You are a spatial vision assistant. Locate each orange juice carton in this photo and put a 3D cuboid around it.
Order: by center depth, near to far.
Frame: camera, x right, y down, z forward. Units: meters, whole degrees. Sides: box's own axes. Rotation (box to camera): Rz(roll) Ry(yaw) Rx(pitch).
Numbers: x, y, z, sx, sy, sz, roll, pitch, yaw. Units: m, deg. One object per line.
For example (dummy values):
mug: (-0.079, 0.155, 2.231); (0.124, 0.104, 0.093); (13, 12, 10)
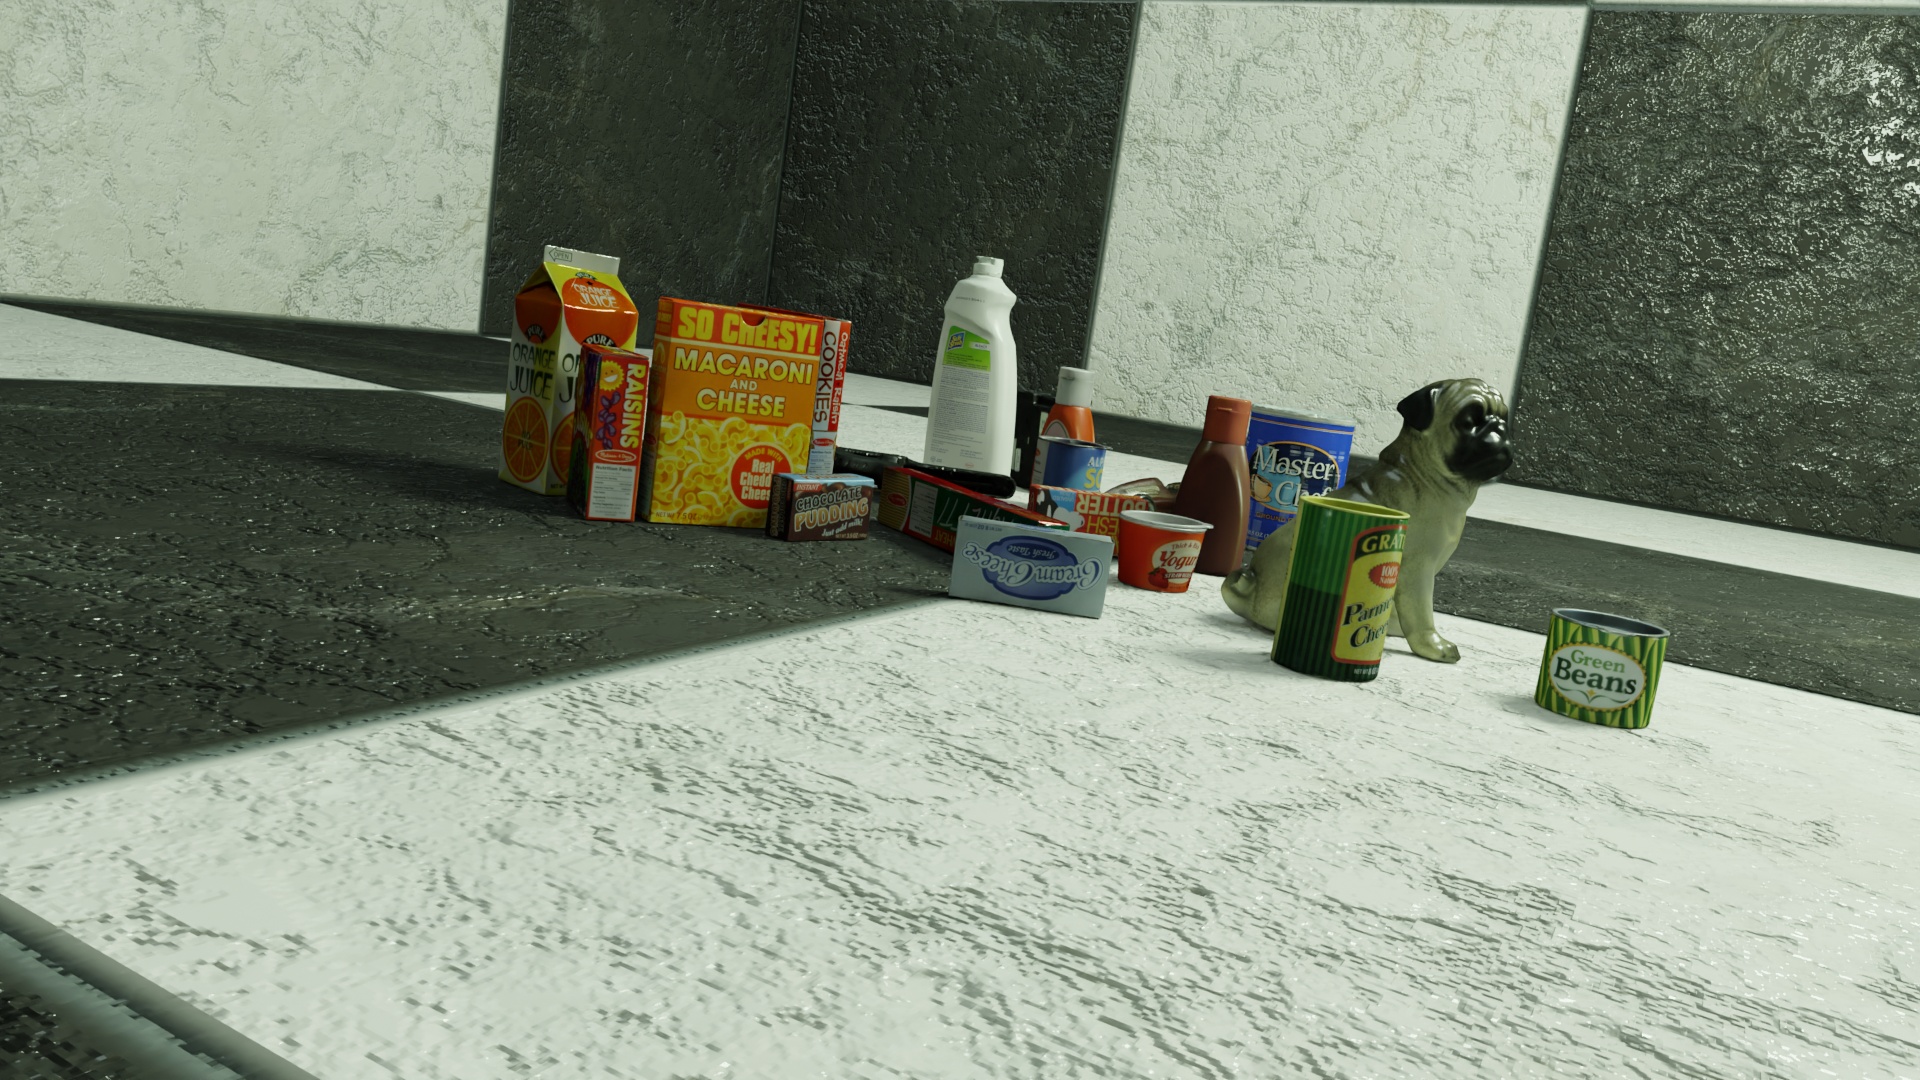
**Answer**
orange juice carton: (-0.313, -0.136, 1.116); (0.073, 0.192, 0.072); (15, 11, 41)

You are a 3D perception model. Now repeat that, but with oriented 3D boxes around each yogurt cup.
yogurt cup: (0.152, 0.009, 1.068); (0.072, 0.054, 0.072); (8, 9, -1)

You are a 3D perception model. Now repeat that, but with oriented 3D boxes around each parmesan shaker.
parmesan shaker: (0.234, 0.029, 0.854); (0.071, 0.103, 0.071); (8, 8, -1)

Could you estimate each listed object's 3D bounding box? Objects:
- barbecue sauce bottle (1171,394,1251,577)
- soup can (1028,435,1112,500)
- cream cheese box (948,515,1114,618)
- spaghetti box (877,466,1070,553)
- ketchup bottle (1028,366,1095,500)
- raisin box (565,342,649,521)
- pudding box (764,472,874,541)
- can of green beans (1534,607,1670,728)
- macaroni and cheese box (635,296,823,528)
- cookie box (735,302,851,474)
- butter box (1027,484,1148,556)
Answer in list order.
barbecue sauce bottle: (0.215, -0.047, 1.171); (0.065, 0.148, 0.044); (11, 9, 21)
soup can: (0.103, -0.053, 1.316); (0.071, 0.083, 0.071); (8, 8, -1)
cream cheese box: (0.047, 0.017, 0.917); (0.104, 0.053, 0.024); (8, 8, 0)
spaghetti box: (0.004, -0.014, 1.087); (0.029, 0.050, 0.250); (3, 10, -31)
ketchup bottle: (0.110, -0.102, 1.426); (0.065, 0.148, 0.043); (15, 11, 39)
raisin box: (-0.266, -0.082, 1.041); (0.040, 0.123, 0.086); (4, 9, -25)
pudding box: (-0.108, -0.026, 1.069); (0.030, 0.049, 0.084); (16, 11, 42)
can of green beans: (0.385, 0.076, 0.837); (0.071, 0.057, 0.071); (8, 9, -1)
macaroni and cheese box: (-0.176, -0.095, 1.063); (0.124, 0.166, 0.040); (3, 10, -31)
cookie box: (-0.171, -0.137, 1.332); (0.123, 0.167, 0.040); (15, 10, 37)
butter box: (0.106, -0.016, 1.185); (0.103, 0.053, 0.024); (5, 9, -18)
